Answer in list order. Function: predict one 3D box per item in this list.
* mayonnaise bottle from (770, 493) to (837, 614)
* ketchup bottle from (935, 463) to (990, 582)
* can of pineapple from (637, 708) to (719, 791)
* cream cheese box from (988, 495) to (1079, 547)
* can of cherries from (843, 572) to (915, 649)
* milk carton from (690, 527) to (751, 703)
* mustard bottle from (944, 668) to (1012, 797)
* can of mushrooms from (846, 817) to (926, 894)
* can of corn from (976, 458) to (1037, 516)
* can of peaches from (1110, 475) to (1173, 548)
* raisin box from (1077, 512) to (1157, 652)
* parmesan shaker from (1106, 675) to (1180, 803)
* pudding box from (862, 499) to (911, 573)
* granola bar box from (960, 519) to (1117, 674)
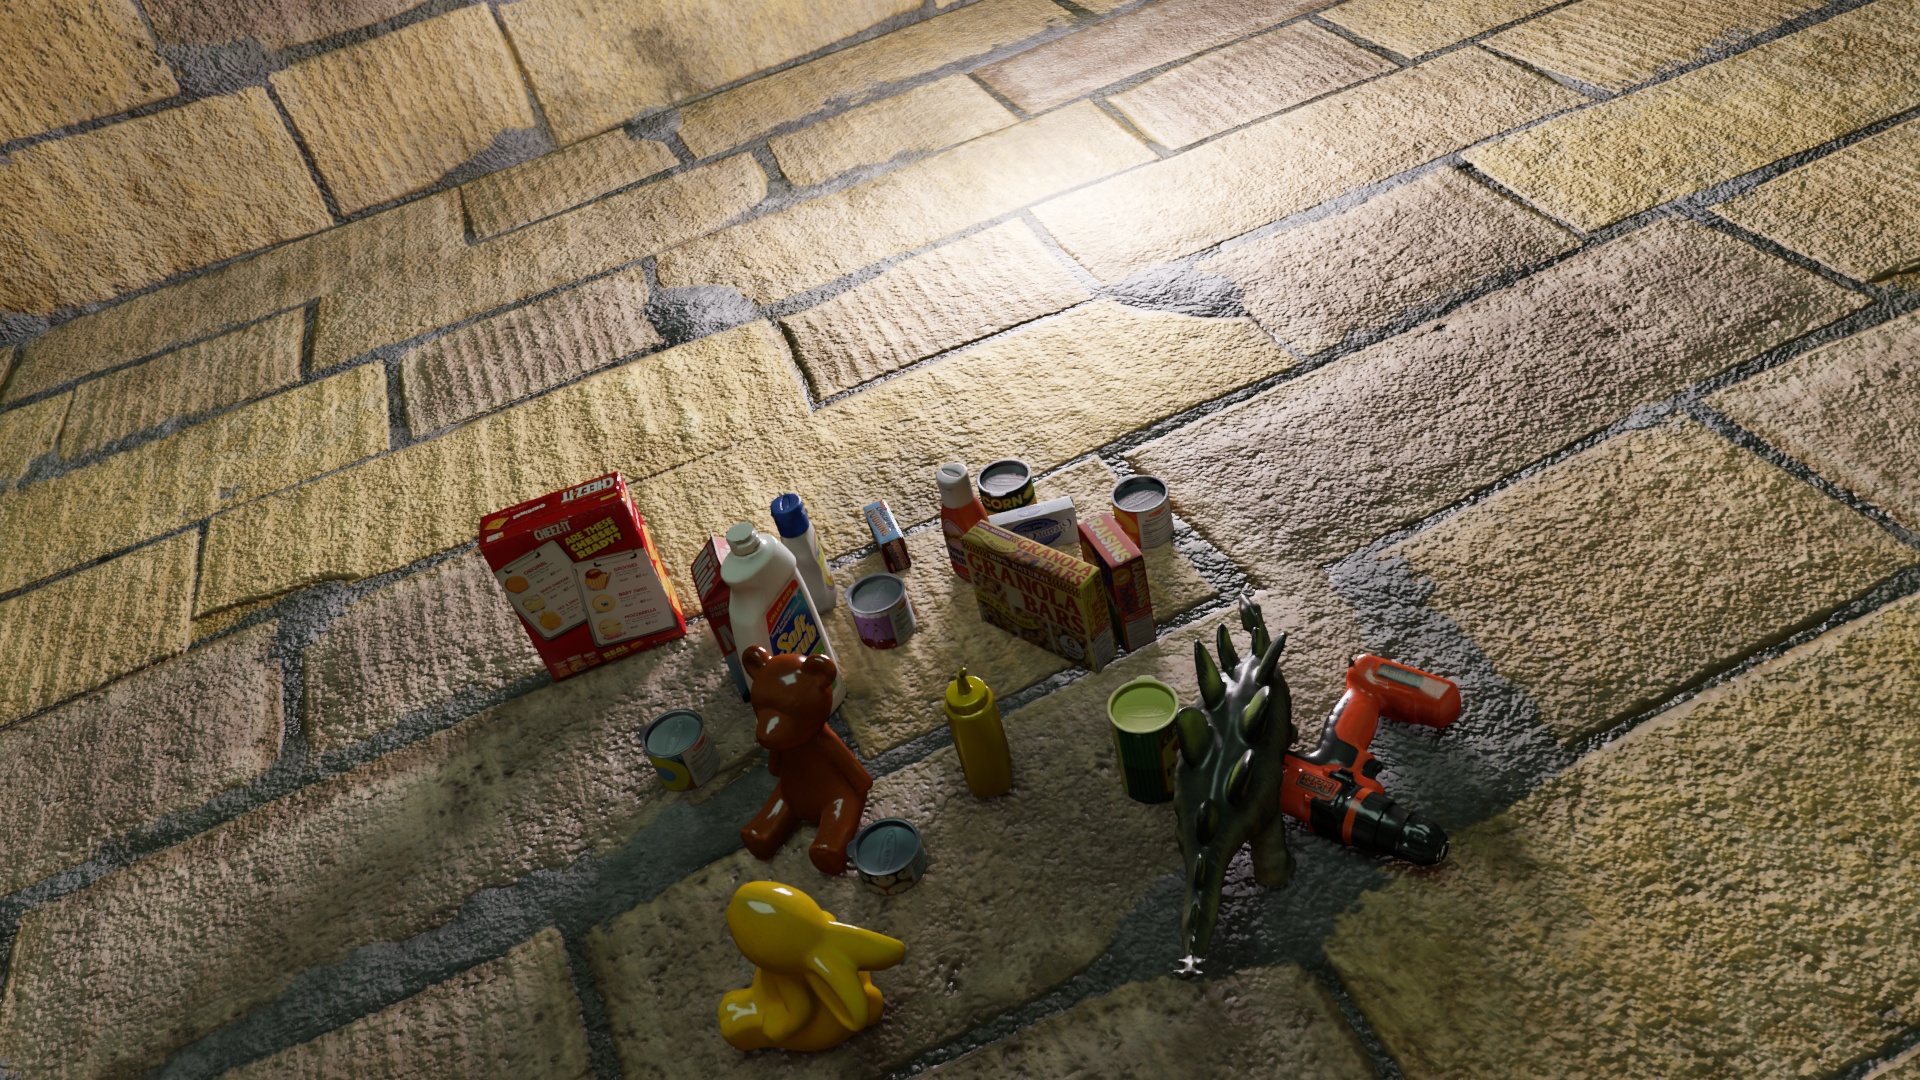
[{"bbox_3d":[-0.179,0.014,1.585,0.041,0.147,0.065,-12,39,4],"label":"mayonnaise bottle"},{"bbox_3d":[0.006,-0.020,1.565,0.065,0.148,0.044,22,52,37],"label":"ketchup bottle"},{"bbox_3d":[-0.292,0.218,1.448,0.071,0.057,0.071,-9,39,8],"label":"can of pineapple"},{"bbox_3d":[0.085,-0.014,1.607,0.104,0.053,0.024,-14,39,1],"label":"cream cheese box"},{"bbox_3d":[-0.090,0.079,1.549,0.071,0.058,0.072,-9,39,8],"label":"can of cherries"},{"bbox_3d":[-0.235,0.076,1.495,0.073,0.189,0.072,-22,39,-8],"label":"milk carton"},{"bbox_3d":[0.014,0.175,1.318,0.049,0.159,0.065,-12,39,4],"label":"mustard bottle"},{"bbox_3d":[-0.069,0.296,1.301,0.071,0.033,0.071,-9,39,8],"label":"can of mushrooms"},{"bbox_3d":[0.056,-0.053,1.661,0.071,0.058,0.071,-9,39,8],"label":"can of corn"},{"bbox_3d":[0.207,-0.033,1.587,0.071,0.057,0.071,-9,39,8],"label":"can of peaches"},{"bbox_3d":[0.165,0.044,1.456,0.040,0.122,0.086,-22,39,-8],"label":"raisin box"},{"bbox_3d":[0.177,0.187,1.297,0.071,0.102,0.072,-9,39,8],"label":"parmesan shaker"},{"bbox_3d":[-0.087,-0.005,1.657,0.030,0.049,0.084,-21,39,-7],"label":"pudding box"},{"bbox_3d":[0.083,0.058,1.466,0.166,0.123,0.039,23,52,38],"label":"granola bar box"}]
